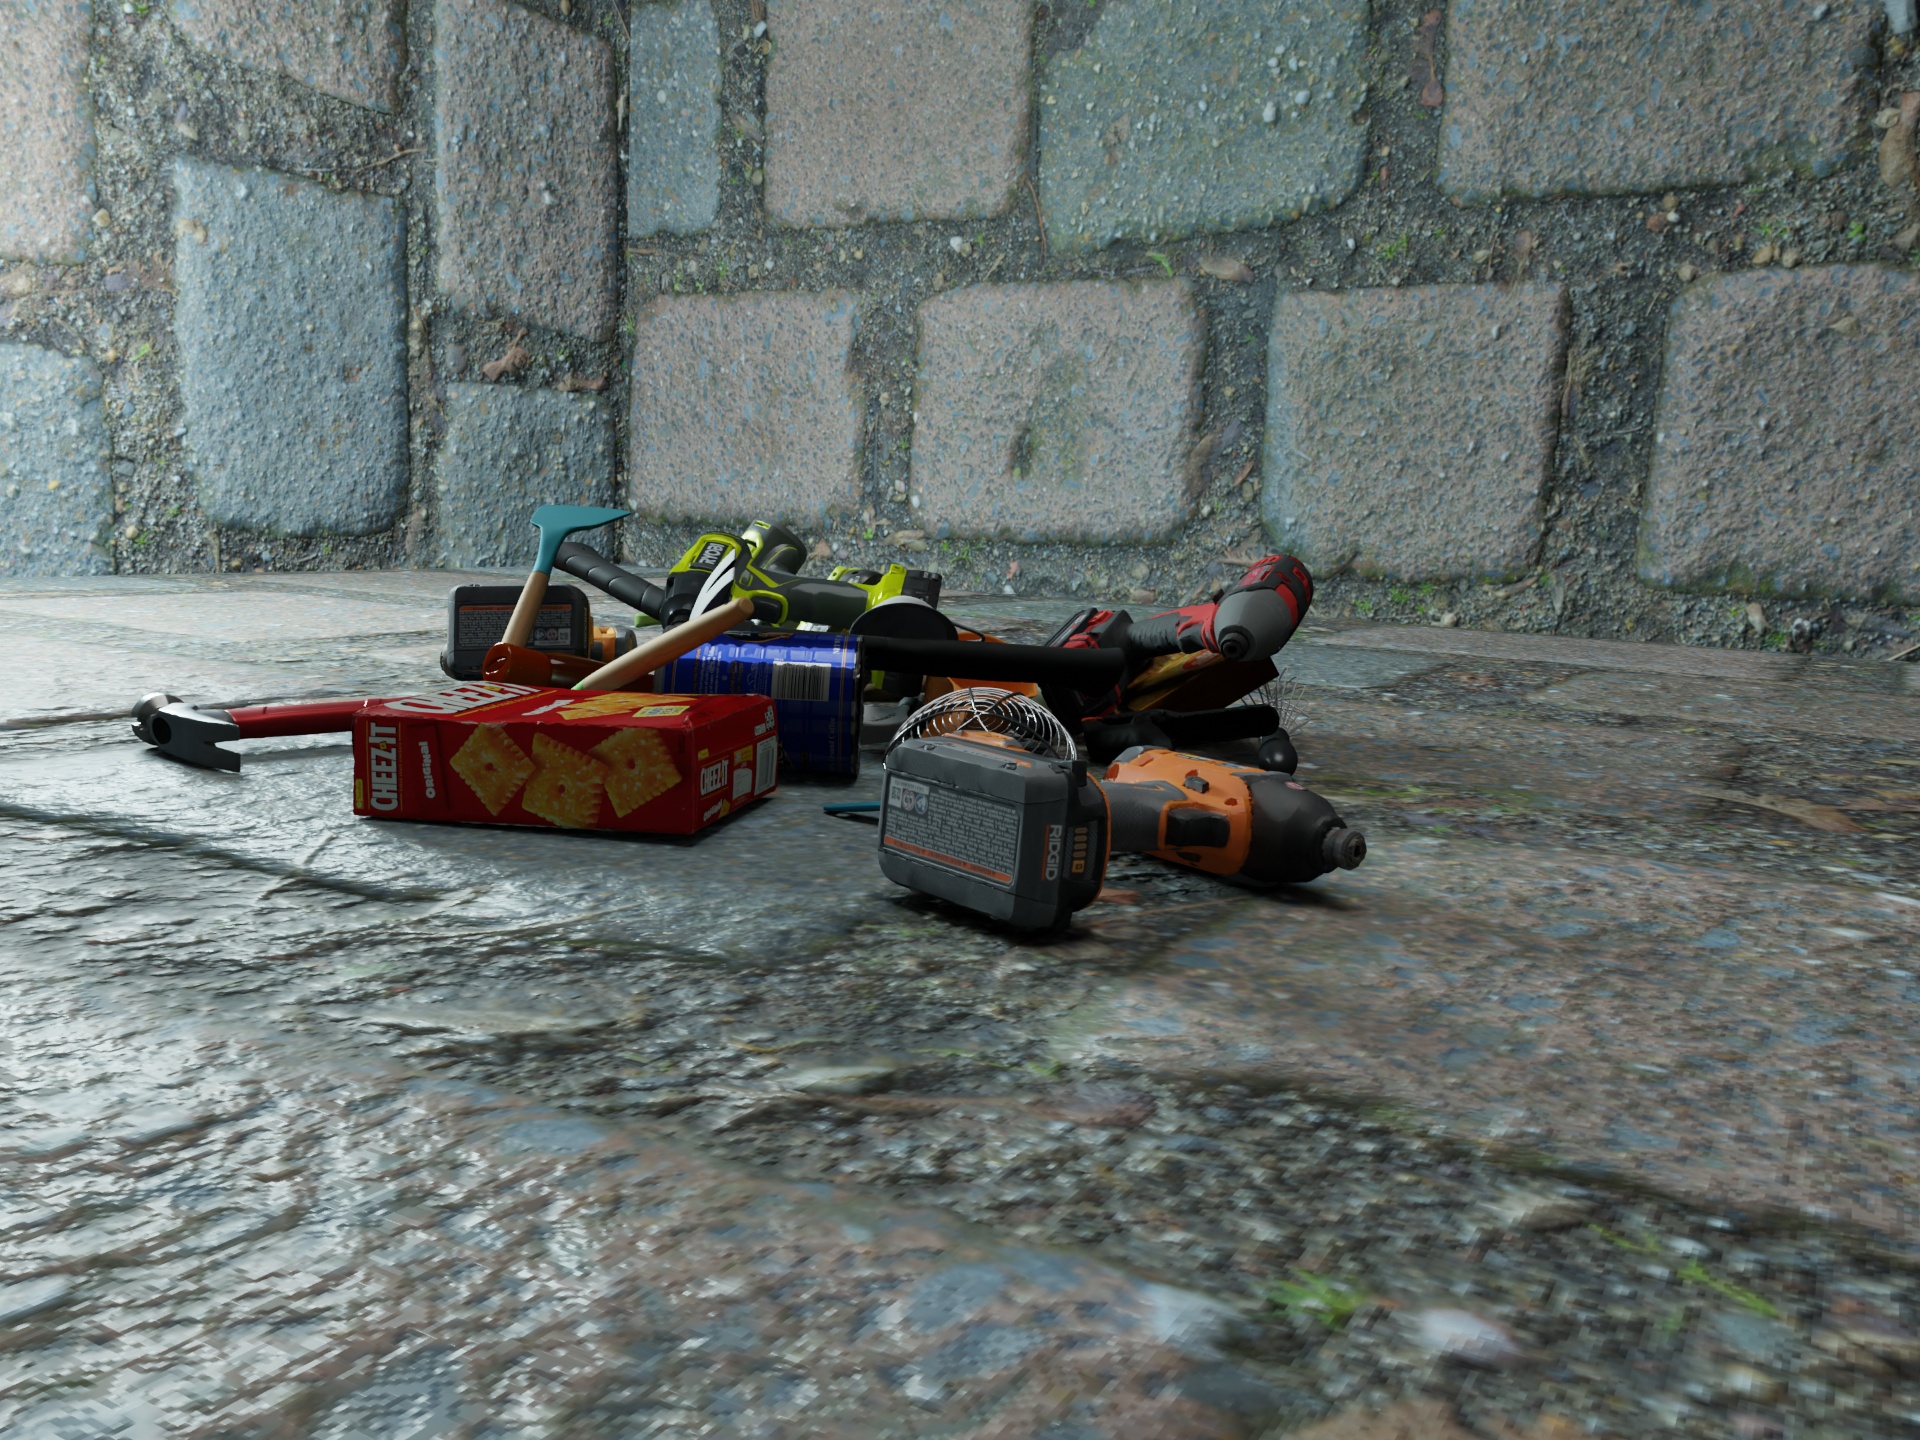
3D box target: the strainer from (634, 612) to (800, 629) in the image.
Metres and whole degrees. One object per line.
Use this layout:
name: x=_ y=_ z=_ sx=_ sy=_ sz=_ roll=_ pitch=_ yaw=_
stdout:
strainer: x=-0.210 y=-0.077 z=1.657 sx=0.256 sy=0.069 sz=0.151 roll=1 pitch=-4 yaw=-8

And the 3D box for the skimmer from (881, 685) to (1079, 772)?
skimmer: x=0.036 y=0.028 z=1.161 sx=0.127 sy=0.090 sz=0.363 roll=5 pitch=-2 yaw=10

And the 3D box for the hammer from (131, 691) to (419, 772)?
hammer: x=-0.411 y=-0.005 z=1.228 sx=0.143 sy=0.038 sz=0.386 roll=11 pitch=12 yaw=41

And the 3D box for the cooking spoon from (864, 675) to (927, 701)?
cooking spoon: x=0.022 y=-0.041 z=1.471 sx=0.319 sy=0.017 sz=0.068 roll=-8 pitch=-3 yaw=8

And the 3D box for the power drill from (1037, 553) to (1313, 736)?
power drill: x=0.175 y=-0.064 z=1.312 sx=0.219 sy=0.078 sz=0.143 roll=-18 pitch=17 yaw=34

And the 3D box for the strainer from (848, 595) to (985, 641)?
strainer: x=-0.111 y=-0.058 z=1.242 sx=0.258 sy=0.086 sz=0.050 roll=-11 pitch=53 yaw=1

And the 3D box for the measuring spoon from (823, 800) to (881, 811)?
measuring spoon: x=-0.034 y=0.061 z=0.975 sx=0.129 sy=0.021 sz=0.042 roll=-3 pitch=4 yaw=38

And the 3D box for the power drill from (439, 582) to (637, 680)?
power drill: x=-0.404 y=-0.069 z=1.451 sx=0.185 sy=0.084 sz=0.226 roll=-1 pitch=-6 yaw=-1

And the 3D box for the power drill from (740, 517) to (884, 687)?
power drill: x=-0.175 y=-0.088 z=1.513 sx=0.229 sy=0.190 sz=0.080 roll=22 pitch=-17 yaw=45

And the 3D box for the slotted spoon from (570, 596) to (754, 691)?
slotted spoon: x=-0.240 y=-0.029 z=1.088 sx=0.314 sy=0.031 sz=0.070 roll=-21 pitch=12 yaw=43

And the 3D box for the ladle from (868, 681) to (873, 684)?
ladle: x=0.040 y=-0.041 z=1.568 sx=0.320 sy=0.062 sz=0.078 roll=6 pitch=22 yaw=7

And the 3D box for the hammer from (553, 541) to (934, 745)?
hammer: x=-0.214 y=-0.071 z=1.378 sx=0.409 sy=0.036 sz=0.149 roll=28 pitch=24 yaw=29

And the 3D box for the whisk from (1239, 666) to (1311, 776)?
whisk: x=0.256 y=0.007 z=1.303 sx=0.070 sy=0.070 sz=0.284 roll=4 pitch=12 yaw=10

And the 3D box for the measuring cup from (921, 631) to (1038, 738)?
measuring cup: x=-0.002 y=-0.004 z=1.283 sx=0.095 sy=0.052 sz=0.174 roll=29 pitch=40 yaw=6

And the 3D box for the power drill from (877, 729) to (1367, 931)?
power drill: x=0.090 y=0.054 z=0.818 sx=0.226 sy=0.084 sz=0.164 roll=0 pitch=8 yaw=-42

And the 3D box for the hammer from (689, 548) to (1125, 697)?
hammer: x=-0.040 y=-0.053 z=1.203 sx=0.334 sy=0.146 sz=0.035 roll=4 pitch=46 yaw=-9

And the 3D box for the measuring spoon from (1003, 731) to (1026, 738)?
measuring spoon: x=-0.002 y=0.003 z=1.362 sx=0.124 sy=0.018 sz=0.034 roll=5 pitch=8 yaw=16

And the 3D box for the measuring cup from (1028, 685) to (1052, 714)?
measuring cup: x=0.106 y=-0.013 z=1.433 sx=0.083 sy=0.038 sz=0.168 roll=-1 pitch=7 yaw=-24

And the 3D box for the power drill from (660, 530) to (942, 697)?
power drill: x=-0.134 y=-0.090 z=1.331 sx=0.223 sy=0.080 sz=0.171 roll=11 pitch=26 yaw=-1

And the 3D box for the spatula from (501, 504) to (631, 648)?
spatula: x=-0.347 y=-0.091 z=1.301 sx=0.082 sy=0.044 sz=0.318 roll=5 pitch=47 yaw=3
